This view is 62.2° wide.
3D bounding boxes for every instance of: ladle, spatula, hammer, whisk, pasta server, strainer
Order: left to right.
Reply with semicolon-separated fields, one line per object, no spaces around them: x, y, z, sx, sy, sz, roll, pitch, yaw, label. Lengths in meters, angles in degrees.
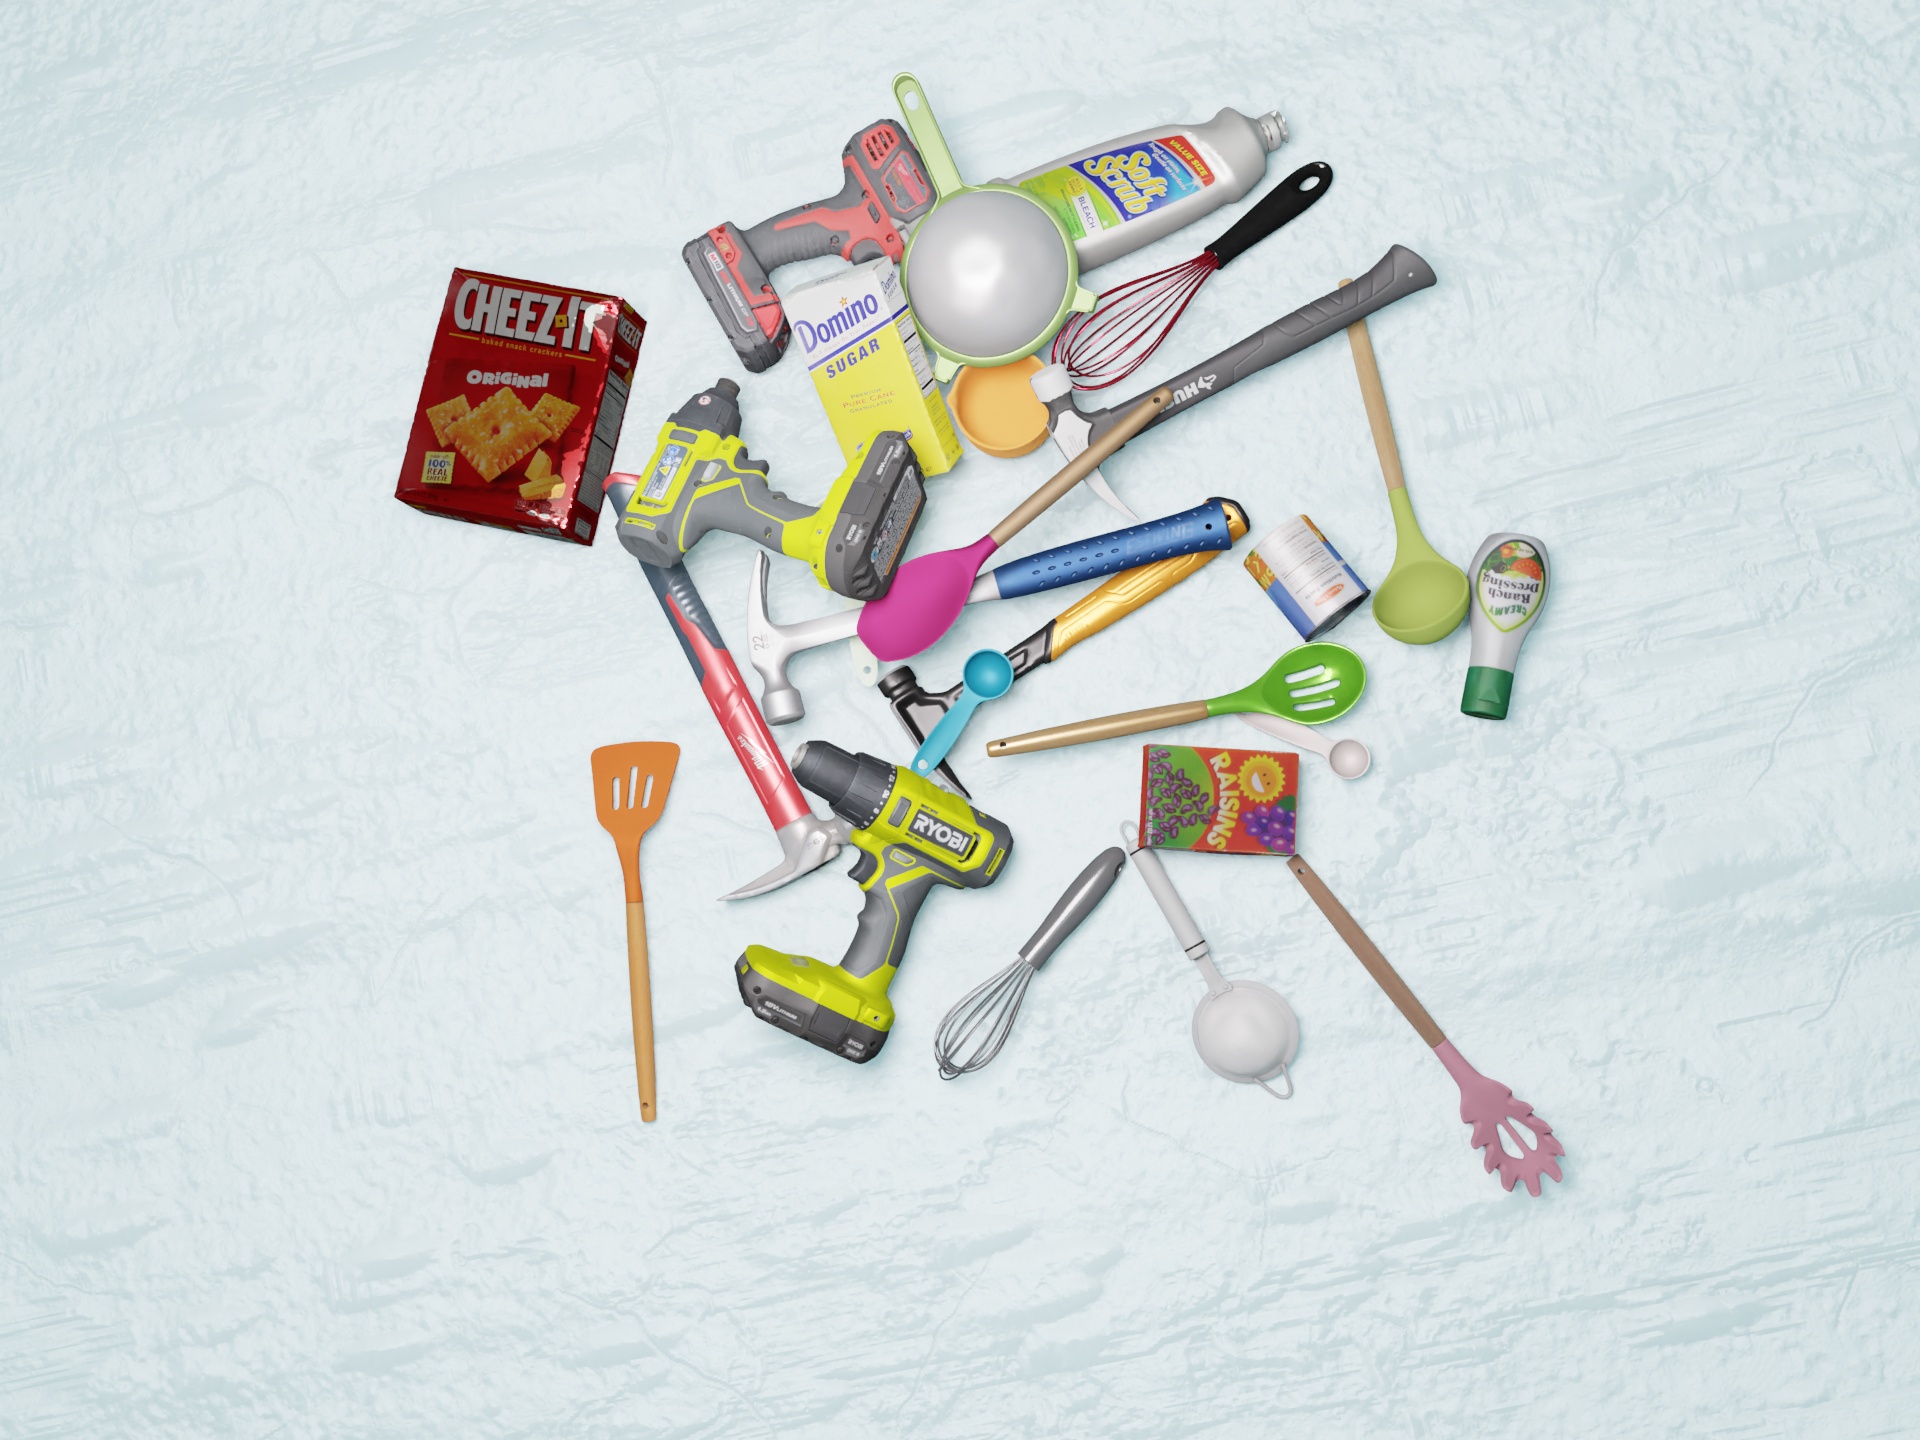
-0.274;0.179;1.362;0.081;0.041;0.322;-4;88;7;spatula
-0.224;-0.037;1.367;0.143;0.038;0.386;-29;82;5;hammer
-0.003;-0.415;1.290;0.151;0.069;0.256;-24;89;12;strainer
0.018;-0.115;1.307;0.405;0.035;0.144;-15;83;5;hammer
0.058;0.199;1.306;0.055;0.055;0.239;39;86;9;whisk
0.100;-0.073;1.330;0.337;0.034;0.127;-34;81;3;hammer
0.197;-0.377;1.337;0.296;0.073;0.073;-38;81;-4;whisk
0.195;0.195;1.292;0.087;0.050;0.258;-33;78;18;strainer
0.234;-0.291;1.302;0.335;0.035;0.146;-27;111;3;hammer
0.349;-0.216;1.302;0.078;0.062;0.320;-15;80;25;ladle
0.363;0.236;1.265;0.060;0.040;0.316;-40;80;13;pasta server

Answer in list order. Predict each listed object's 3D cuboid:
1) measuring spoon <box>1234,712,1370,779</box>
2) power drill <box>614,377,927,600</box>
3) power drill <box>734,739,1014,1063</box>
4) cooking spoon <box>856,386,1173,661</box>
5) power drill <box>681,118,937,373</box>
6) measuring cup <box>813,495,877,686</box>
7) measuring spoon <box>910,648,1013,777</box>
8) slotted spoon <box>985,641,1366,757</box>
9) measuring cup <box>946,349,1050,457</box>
0.279;0.013;1.312;0.124;0.018;0.034;27;83;16;measuring spoon
-0.149;-0.191;1.292;0.223;0.080;0.171;16;69;18;power drill
-0.088;0.141;1.287;0.190;0.080;0.228;28;90;-17;power drill
0.047;-0.161;1.280;0.319;0.017;0.069;-40;77;2;cooking spoon
-0.102;-0.385;1.366;0.226;0.080;0.188;-30;89;0;power drill
-0.089;-0.110;1.357;0.083;0.038;0.167;-10;86;5;measuring cup
-0.002;-0.004;1.314;0.042;0.021;0.128;36;98;-1;measuring spoon
0.175;-0.007;1.301;0.313;0.031;0.070;-11;70;0;slotted spoon
0.039;-0.308;1.351;0.095;0.052;0.174;-1;84;8;measuring cup
